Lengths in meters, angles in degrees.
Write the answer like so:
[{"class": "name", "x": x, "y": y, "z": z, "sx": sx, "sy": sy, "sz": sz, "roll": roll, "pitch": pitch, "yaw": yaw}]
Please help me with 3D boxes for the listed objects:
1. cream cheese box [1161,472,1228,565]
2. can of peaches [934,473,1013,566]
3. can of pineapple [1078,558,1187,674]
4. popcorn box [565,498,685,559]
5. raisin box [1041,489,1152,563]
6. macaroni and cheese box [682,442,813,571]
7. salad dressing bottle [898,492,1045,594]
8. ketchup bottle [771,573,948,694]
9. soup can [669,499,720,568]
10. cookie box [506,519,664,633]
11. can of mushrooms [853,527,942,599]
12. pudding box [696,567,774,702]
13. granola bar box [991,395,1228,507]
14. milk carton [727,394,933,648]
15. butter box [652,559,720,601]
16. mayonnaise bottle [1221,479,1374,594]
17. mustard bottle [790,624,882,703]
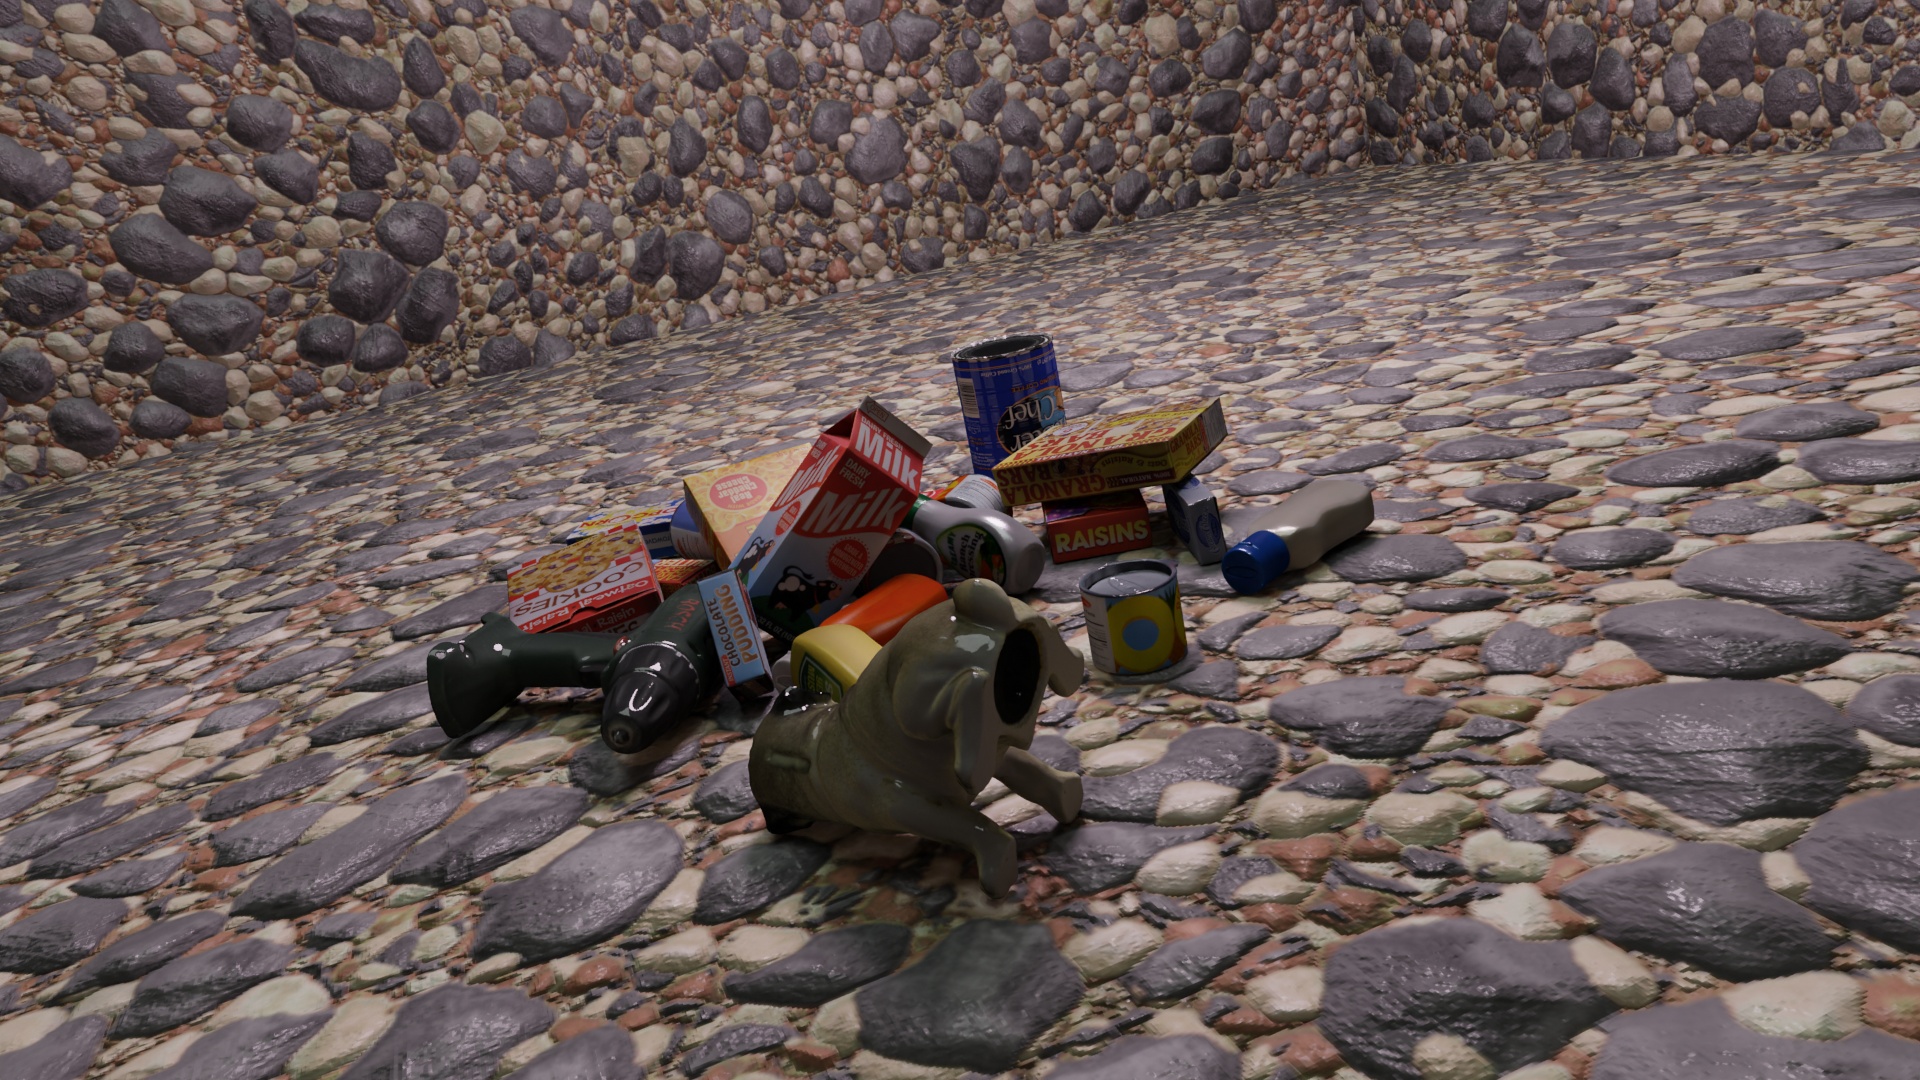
[{"class": "cream cheese box", "x": 0.187, "y": -0.021, "z": 1.117, "sx": 0.024, "sy": 0.053, "sz": 0.104, "roll": -16, "pitch": 17, "yaw": 0}, {"class": "can of peaches", "x": 0.004, "y": -0.015, "z": 1.194, "sx": 0.071, "sy": 0.071, "sz": 0.058, "roll": -4, "pitch": 20, "yaw": 23}, {"class": "can of pineapple", "x": 0.118, "y": 0.050, "z": 0.932, "sx": 0.071, "sy": 0.057, "sz": 0.071, "roll": -10, "pitch": 18, "yaw": 3}, {"class": "popcorn box", "x": -0.324, "y": -0.007, "z": 1.408, "sx": 0.127, "sy": 0.038, "sz": 0.085, "roll": -9, "pitch": 18, "yaw": 6}, {"class": "raisin box", "x": 0.114, "y": -0.024, "z": 1.193, "sx": 0.086, "sy": 0.040, "sz": 0.124, "roll": -9, "pitch": 18, "yaw": 3}, {"class": "macaroni and cheese box", "x": -0.154, "y": -0.010, "z": 1.204, "sx": 0.124, "sy": 0.040, "sz": 0.167, "roll": -18, "pitch": 44, "yaw": -21}, {"class": "salad dressing bottle", "x": -0.001, "y": -0.004, "z": 1.121, "sx": 0.148, "sy": 0.064, "sz": 0.044, "roll": 25, "pitch": 36, "yaw": 35}, {"class": "ketchup bottle", "x": -0.074, "y": 0.071, "z": 1.009, "sx": 0.064, "sy": 0.043, "sz": 0.149, "roll": 3, "pitch": 22, "yaw": 38}, {"class": "soup can", "x": -0.221, "y": -0.009, "z": 1.301, "sx": 0.071, "sy": 0.071, "sz": 0.084, "roll": -25, "pitch": 23, "yaw": -37}, {"class": "cookie box", "x": -0.322, "y": 0.047, "z": 1.190, "sx": 0.123, "sy": 0.040, "sz": 0.168, "roll": -22, "pitch": 26, "yaw": -10}, {"class": "can of mushrooms", "x": -0.051, "y": 0.026, "z": 1.098, "sx": 0.071, "sy": 0.070, "sz": 0.033, "roll": -17, "pitch": 19, "yaw": -17}, {"class": "pudding box", "x": -0.159, "y": 0.067, "z": 0.986, "sx": 0.030, "sy": 0.084, "sz": 0.049, "roll": -18, "pitch": -19, "yaw": -4}, {"class": "granola bar box", "x": 0.129, "y": -0.074, "z": 1.182, "sx": 0.165, "sy": 0.039, "sz": 0.125, "roll": -8, "pitch": 17, "yaw": 34}, {"class": "milk carton", "x": -0.100, "y": -0.015, "z": 1.070, "sx": 0.190, "sy": 0.072, "sz": 0.073, "roll": -55, "pitch": 25, "yaw": -2}, {"class": "butter box", "x": -0.272, "y": 0.037, "z": 1.262, "sx": 0.103, "sy": 0.024, "sz": 0.053, "roll": 0, "pitch": 22, "yaw": 31}, {"class": "mayonnaise bottle", "x": 0.251, "y": -0.004, "z": 1.047, "sx": 0.064, "sy": 0.041, "sz": 0.149, "roll": 5, "pitch": 25, "yaw": 45}, {"class": "mustard bottle", "x": -0.055, "y": 0.101, "z": 0.876, "sx": 0.049, "sy": 0.065, "sz": 0.160, "roll": -16, "pitch": 22, "yaw": -28}]
